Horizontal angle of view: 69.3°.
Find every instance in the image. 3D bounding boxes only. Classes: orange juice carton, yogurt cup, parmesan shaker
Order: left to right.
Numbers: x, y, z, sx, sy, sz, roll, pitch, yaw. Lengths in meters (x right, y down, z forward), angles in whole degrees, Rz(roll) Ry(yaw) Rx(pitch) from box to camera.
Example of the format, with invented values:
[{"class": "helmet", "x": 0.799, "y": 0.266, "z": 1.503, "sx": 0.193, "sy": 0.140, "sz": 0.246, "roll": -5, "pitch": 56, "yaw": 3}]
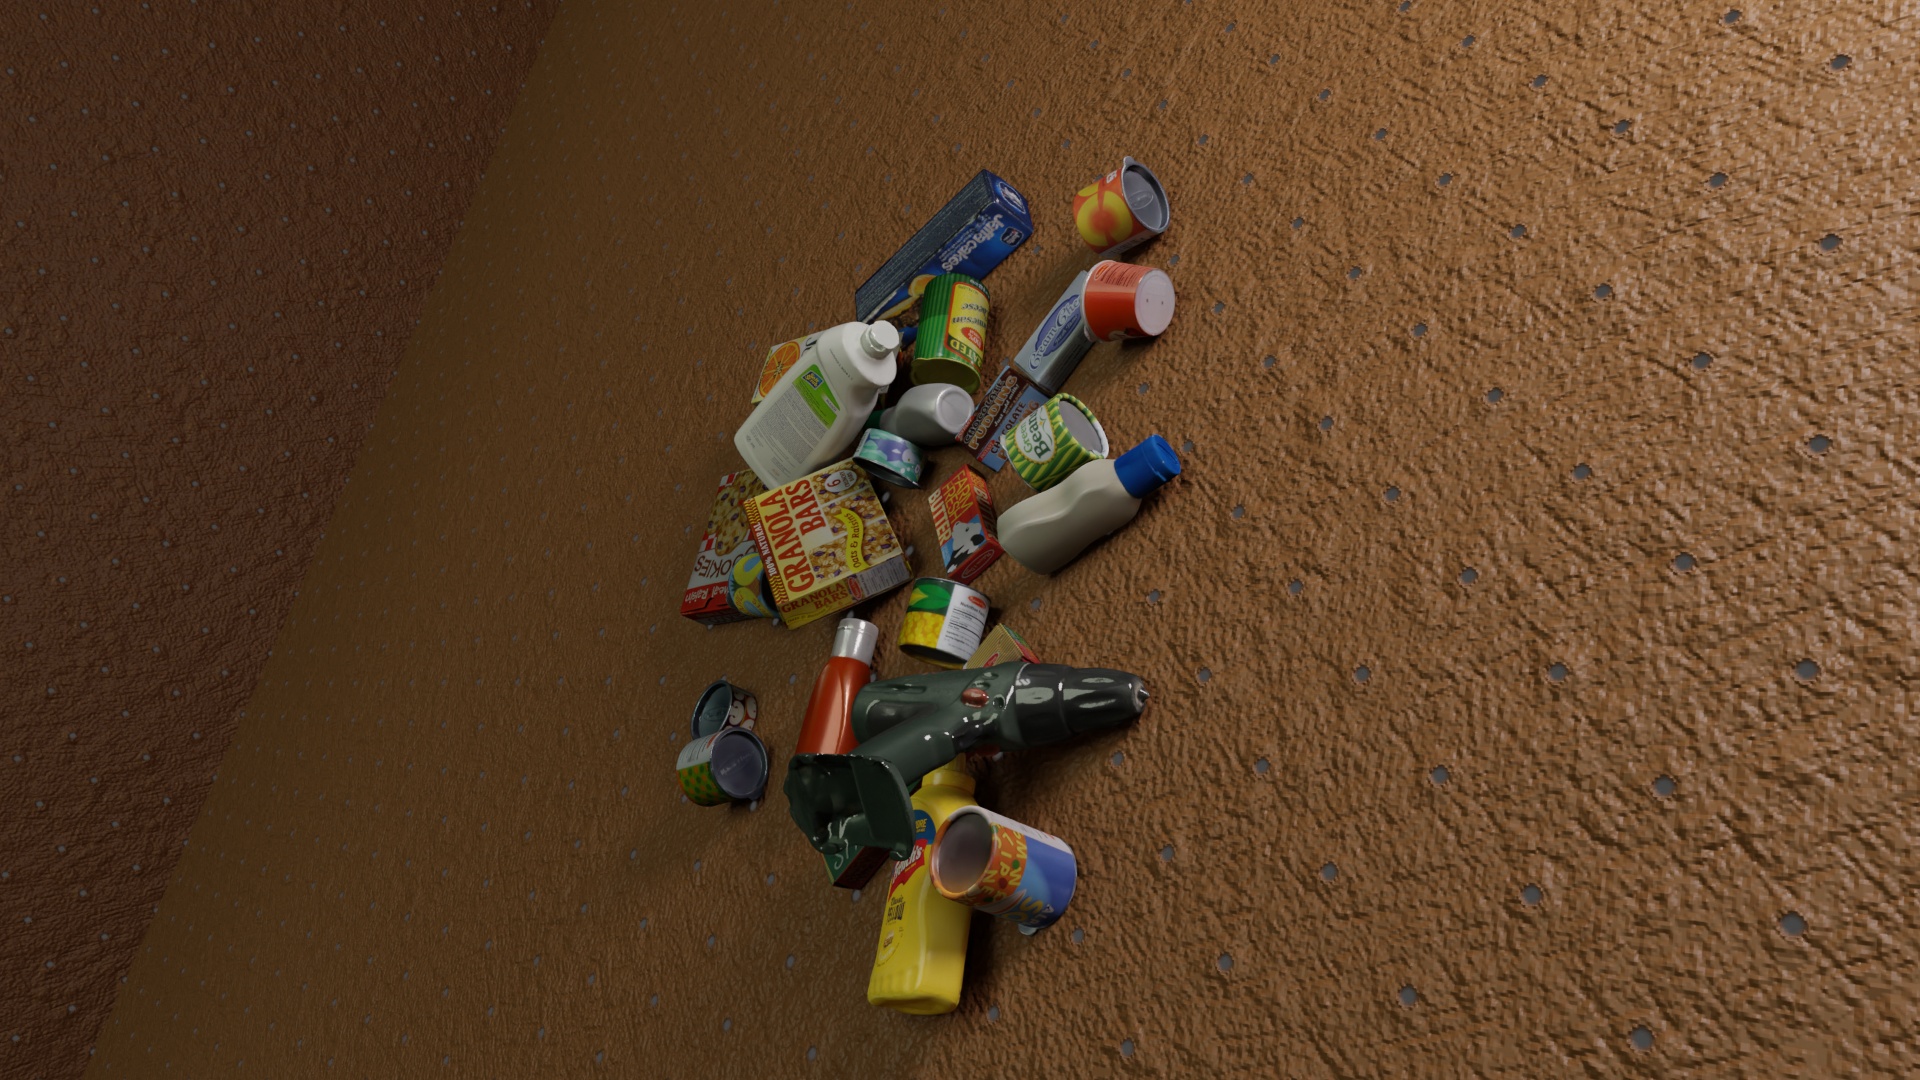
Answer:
[{"class": "orange juice carton", "x": -0.128, "y": -0.170, "z": 1.444, "sx": 0.192, "sy": 0.073, "sz": 0.072, "roll": -6, "pitch": 62, "yaw": 48}, {"class": "parmesan shaker", "x": -0.010, "y": -0.196, "z": 1.321, "sx": 0.071, "sy": 0.071, "sz": 0.103, "roll": -21, "pitch": 51, "yaw": 41}, {"class": "yogurt cup", "x": 0.140, "y": -0.197, "z": 1.148, "sx": 0.054, "sy": 0.072, "sz": 0.072, "roll": 10, "pitch": 74, "yaw": 44}]

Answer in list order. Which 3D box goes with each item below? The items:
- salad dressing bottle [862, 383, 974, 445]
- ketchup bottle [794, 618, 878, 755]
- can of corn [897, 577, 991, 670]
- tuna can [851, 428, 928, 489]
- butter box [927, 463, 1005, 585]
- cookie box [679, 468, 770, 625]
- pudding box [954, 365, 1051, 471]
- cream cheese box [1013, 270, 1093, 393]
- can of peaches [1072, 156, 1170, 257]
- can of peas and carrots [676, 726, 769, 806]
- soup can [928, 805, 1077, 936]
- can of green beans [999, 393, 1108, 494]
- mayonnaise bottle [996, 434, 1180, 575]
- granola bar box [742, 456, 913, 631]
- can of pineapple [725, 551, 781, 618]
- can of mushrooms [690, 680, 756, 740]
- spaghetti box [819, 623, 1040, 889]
[{"class": "salad dressing bottle", "x": -0.044, "y": -0.114, "z": 1.317, "sx": 0.147, "sy": 0.064, "sz": 0.044, "roll": -6, "pitch": 54, "yaw": 57}, {"class": "ketchup bottle", "x": -0.107, "y": 0.143, "z": 1.224, "sx": 0.064, "sy": 0.043, "sz": 0.149, "roll": -12, "pitch": 57, "yaw": 45}, {"class": "can of corn", "x": -0.015, "y": 0.069, "z": 1.146, "sx": 0.071, "sy": 0.071, "sz": 0.058, "roll": -5, "pitch": 63, "yaw": 49}, {"class": "tuna can", "x": -0.064, "y": -0.076, "z": 1.309, "sx": 0.071, "sy": 0.071, "sz": 0.033, "roll": 12, "pitch": 75, "yaw": 53}, {"class": "butter box", "x": 0.004, "y": -0.015, "z": 1.217, "sx": 0.053, "sy": 0.024, "sz": 0.104, "roll": -42, "pitch": 39, "yaw": 25}, {"class": "cookie box", "x": -0.229, "y": 0.003, "z": 1.472, "sx": 0.122, "sy": 0.040, "sz": 0.168, "roll": -11, "pitch": 57, "yaw": 46}, {"class": "pudding box", "x": 0.037, "y": -0.109, "z": 1.238, "sx": 0.083, "sy": 0.030, "sz": 0.050, "roll": -53, "pitch": 35, "yaw": 9}, {"class": "cream cheese box", "x": 0.095, "y": -0.184, "z": 1.225, "sx": 0.103, "sy": 0.024, "sz": 0.053, "roll": -52, "pitch": 36, "yaw": 11}, {"class": "can of peaches", "x": 0.139, "y": -0.289, "z": 1.207, "sx": 0.058, "sy": 0.071, "sz": 0.071, "roll": -22, "pitch": 50, "yaw": 42}, {"class": "can of peas and carrots", "x": -0.221, "y": 0.214, "z": 1.296, "sx": 0.058, "sy": 0.071, "sz": 0.071, "roll": -22, "pitch": 50, "yaw": 42}, {"class": "soup can", "x": 0.029, "y": 0.230, "z": 0.965, "sx": 0.071, "sy": 0.083, "sz": 0.072, "roll": -29, "pitch": 46, "yaw": 36}, {"class": "can of green beans", "x": 0.079, "y": -0.078, "z": 1.135, "sx": 0.057, "sy": 0.071, "sz": 0.071, "roll": -36, "pitch": 42, "yaw": 30}, {"class": "mayonnaise bottle", "x": 0.101, "y": -0.029, "z": 1.081, "sx": 0.147, "sy": 0.064, "sz": 0.041, "roll": -33, "pitch": 40, "yaw": 26}, {"class": "granola bar box", "x": -0.127, "y": 0.000, "z": 1.305, "sx": 0.124, "sy": 0.039, "sz": 0.166, "roll": -23, "pitch": 40, "yaw": -4}, {"class": "can of pineapple", "x": -0.187, "y": 0.046, "z": 1.369, "sx": 0.058, "sy": 0.071, "sz": 0.071, "roll": -1, "pitch": 65, "yaw": 50}, {"class": "can of mushrooms", "x": -0.233, "y": 0.176, "z": 1.363, "sx": 0.071, "sy": 0.033, "sz": 0.071, "roll": -29, "pitch": 46, "yaw": 35}, {"class": "spaghetti box", "x": -0.027, "y": 0.176, "z": 1.117, "sx": 0.249, "sy": 0.028, "sz": 0.050, "roll": -51, "pitch": 36, "yaw": 12}]
